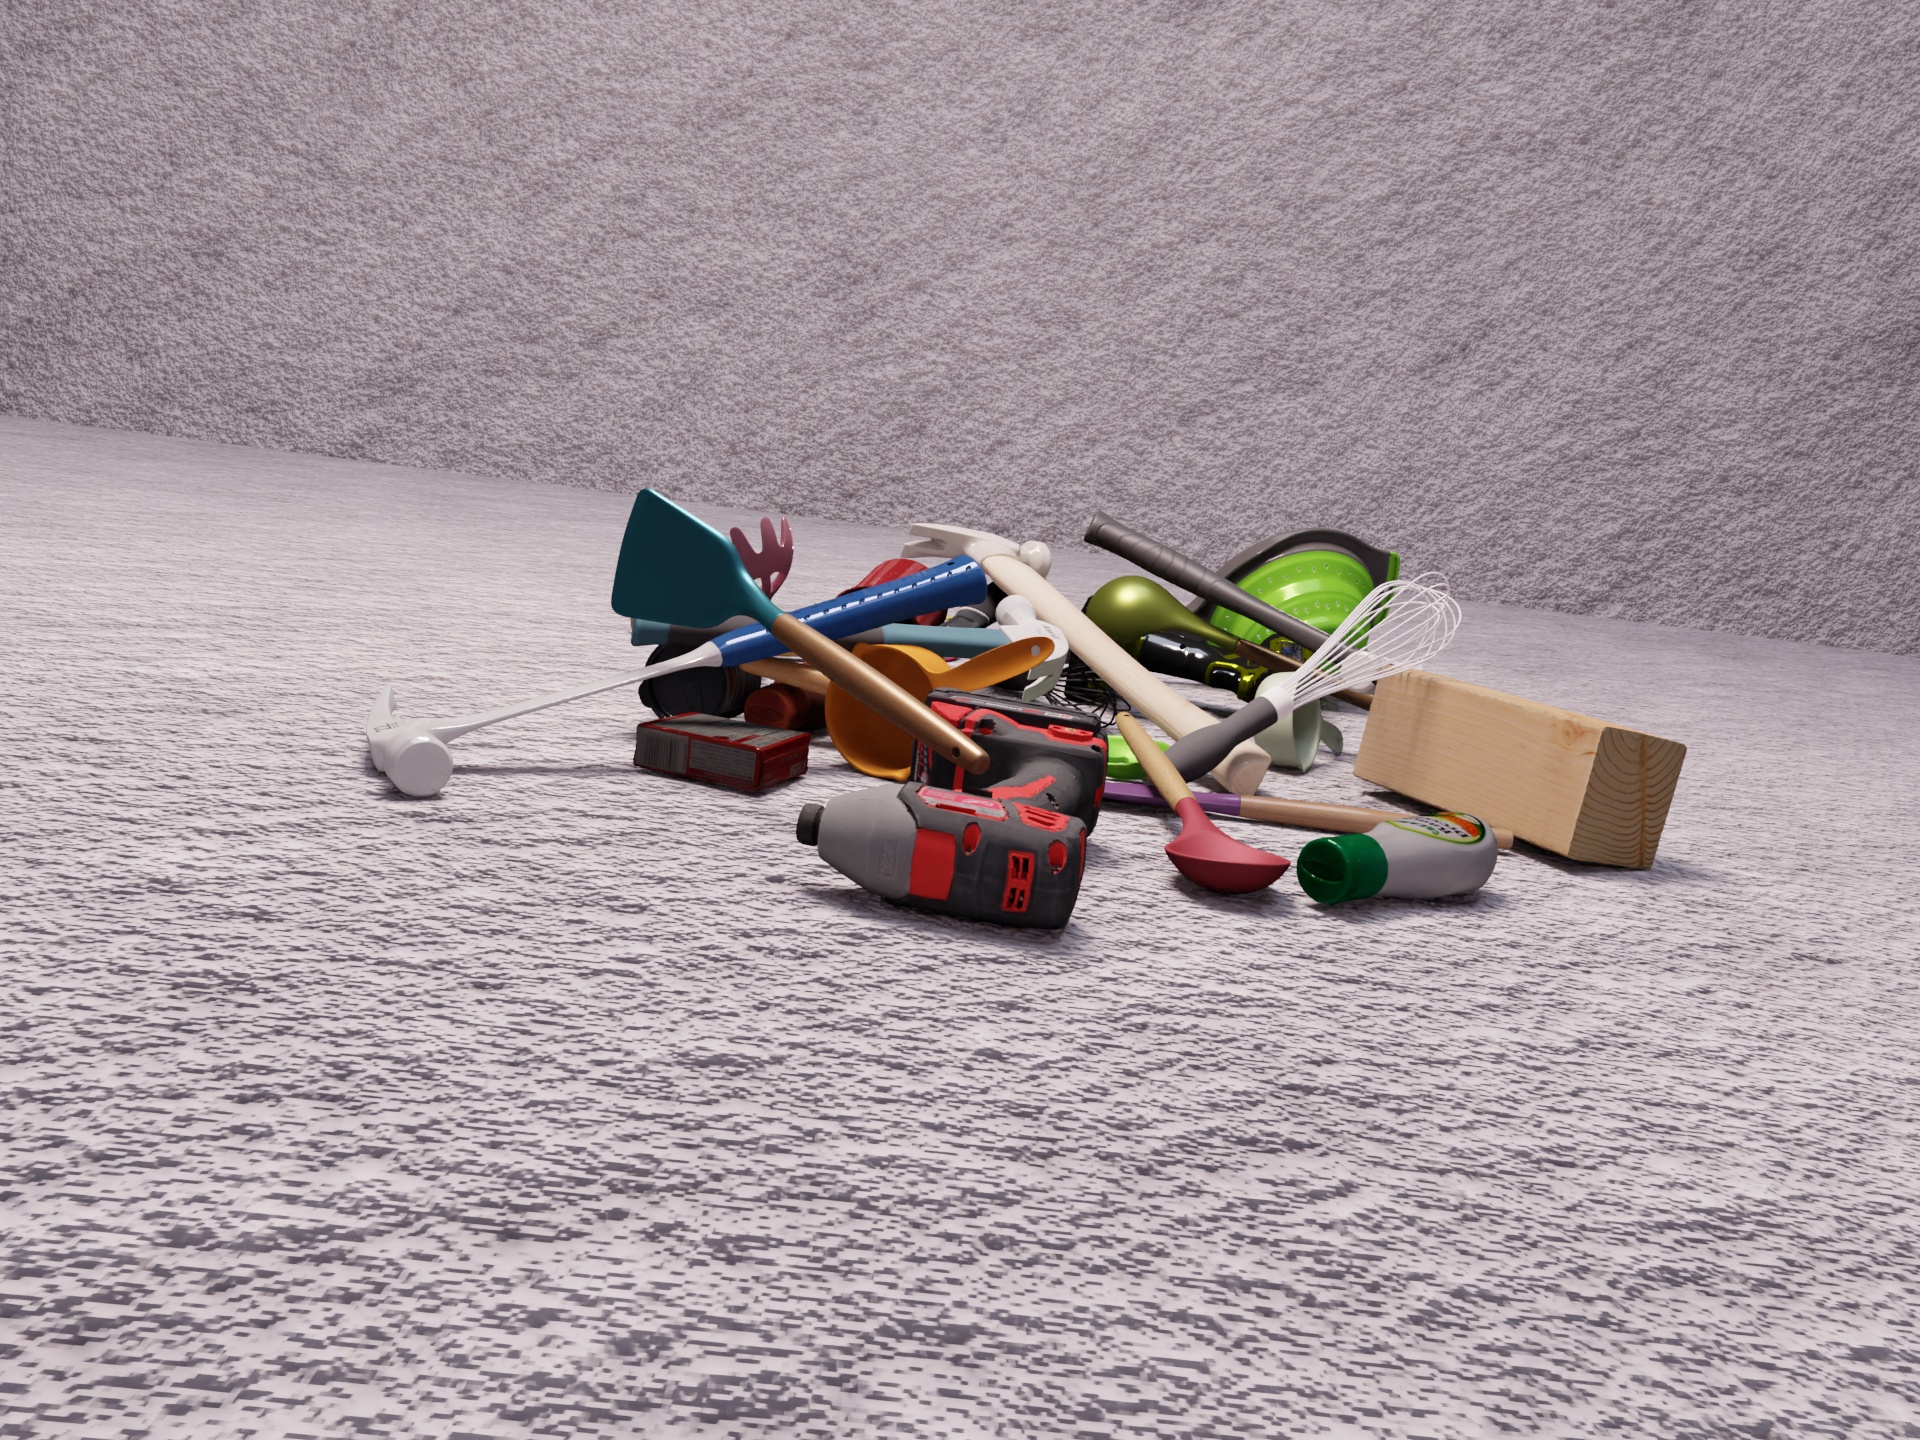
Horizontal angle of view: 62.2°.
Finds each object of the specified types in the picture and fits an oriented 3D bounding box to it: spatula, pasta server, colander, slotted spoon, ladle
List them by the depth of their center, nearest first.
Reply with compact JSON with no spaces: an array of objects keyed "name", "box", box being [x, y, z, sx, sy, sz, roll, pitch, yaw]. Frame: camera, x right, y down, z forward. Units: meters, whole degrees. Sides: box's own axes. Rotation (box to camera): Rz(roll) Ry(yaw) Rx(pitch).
[{"name":"spatula","box":[-0.095,-0.042,0.891,0.044,0.082,0.318,2,22,-44]},{"name":"ladle","box":[0.134,0.044,0.997,0.069,0.031,0.316,6,16,-8]},{"name":"spatula","box":[0.211,0.060,1.064,0.316,0.018,0.060,7,1,0]},{"name":"slotted spoon","box":[-0.002,-0.004,1.125,0.313,0.031,0.070,14,15,-6]},{"name":"pasta server","box":[-0.159,-0.087,1.234,0.060,0.040,0.316,-20,-8,-11]},{"name":"ladle","box":[0.258,-0.045,1.356,0.320,0.062,0.078,24,49,12]},{"name":"colander","box":[0.258,-0.071,1.574,0.397,0.204,0.095,-10,48,-7]}]

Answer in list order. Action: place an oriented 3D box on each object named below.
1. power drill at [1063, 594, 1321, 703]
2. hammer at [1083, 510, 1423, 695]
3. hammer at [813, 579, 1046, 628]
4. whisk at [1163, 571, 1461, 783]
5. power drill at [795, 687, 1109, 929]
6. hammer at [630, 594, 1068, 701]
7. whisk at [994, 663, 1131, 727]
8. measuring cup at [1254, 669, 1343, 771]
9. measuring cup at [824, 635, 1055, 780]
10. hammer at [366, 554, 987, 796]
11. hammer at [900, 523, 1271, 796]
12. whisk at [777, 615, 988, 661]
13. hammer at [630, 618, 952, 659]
[{"name":"power drill","box":[0.215,-0.043,1.447,0.228,0.080,0.190,12,20,9]},{"name":"hammer","box":[0.237,-0.100,1.343,0.335,0.035,0.146,33,15,33]},{"name":"hammer","box":[-0.001,-0.083,1.341,0.149,0.036,0.409,33,23,7]},{"name":"whisk","box":[0.248,-0.025,1.131,0.284,0.070,0.070,-31,26,-20]},{"name":"power drill","box":[0.004,0.046,0.858,0.143,0.078,0.220,9,14,9]},{"name":"hammer","box":[-0.072,-0.060,1.130,0.331,0.033,0.128,2,28,-26]},{"name":"whisk","box":[0.075,-0.032,1.385,0.055,0.055,0.239,2,8,-26]},{"name":"measuring cup","box":[0.276,0.007,1.295,0.038,0.083,0.167,1,-9,27]},{"name":"measuring cup","box":[-0.005,-0.022,1.044,0.173,0.095,0.052,-21,-5,26]},{"name":"hammer","box":[-0.168,-0.041,1.000,0.405,0.035,0.144,-18,20,-26]},{"name":"hammer","box":[0.100,-0.058,1.265,0.146,0.038,0.411,5,26,-34]},{"name":"whisk","box":[-0.085,-0.073,1.483,0.245,0.047,0.051,0,29,-18]},{"name":"hammer","box":[-0.153,-0.087,1.545,0.331,0.031,0.130,2,12,-25]}]
